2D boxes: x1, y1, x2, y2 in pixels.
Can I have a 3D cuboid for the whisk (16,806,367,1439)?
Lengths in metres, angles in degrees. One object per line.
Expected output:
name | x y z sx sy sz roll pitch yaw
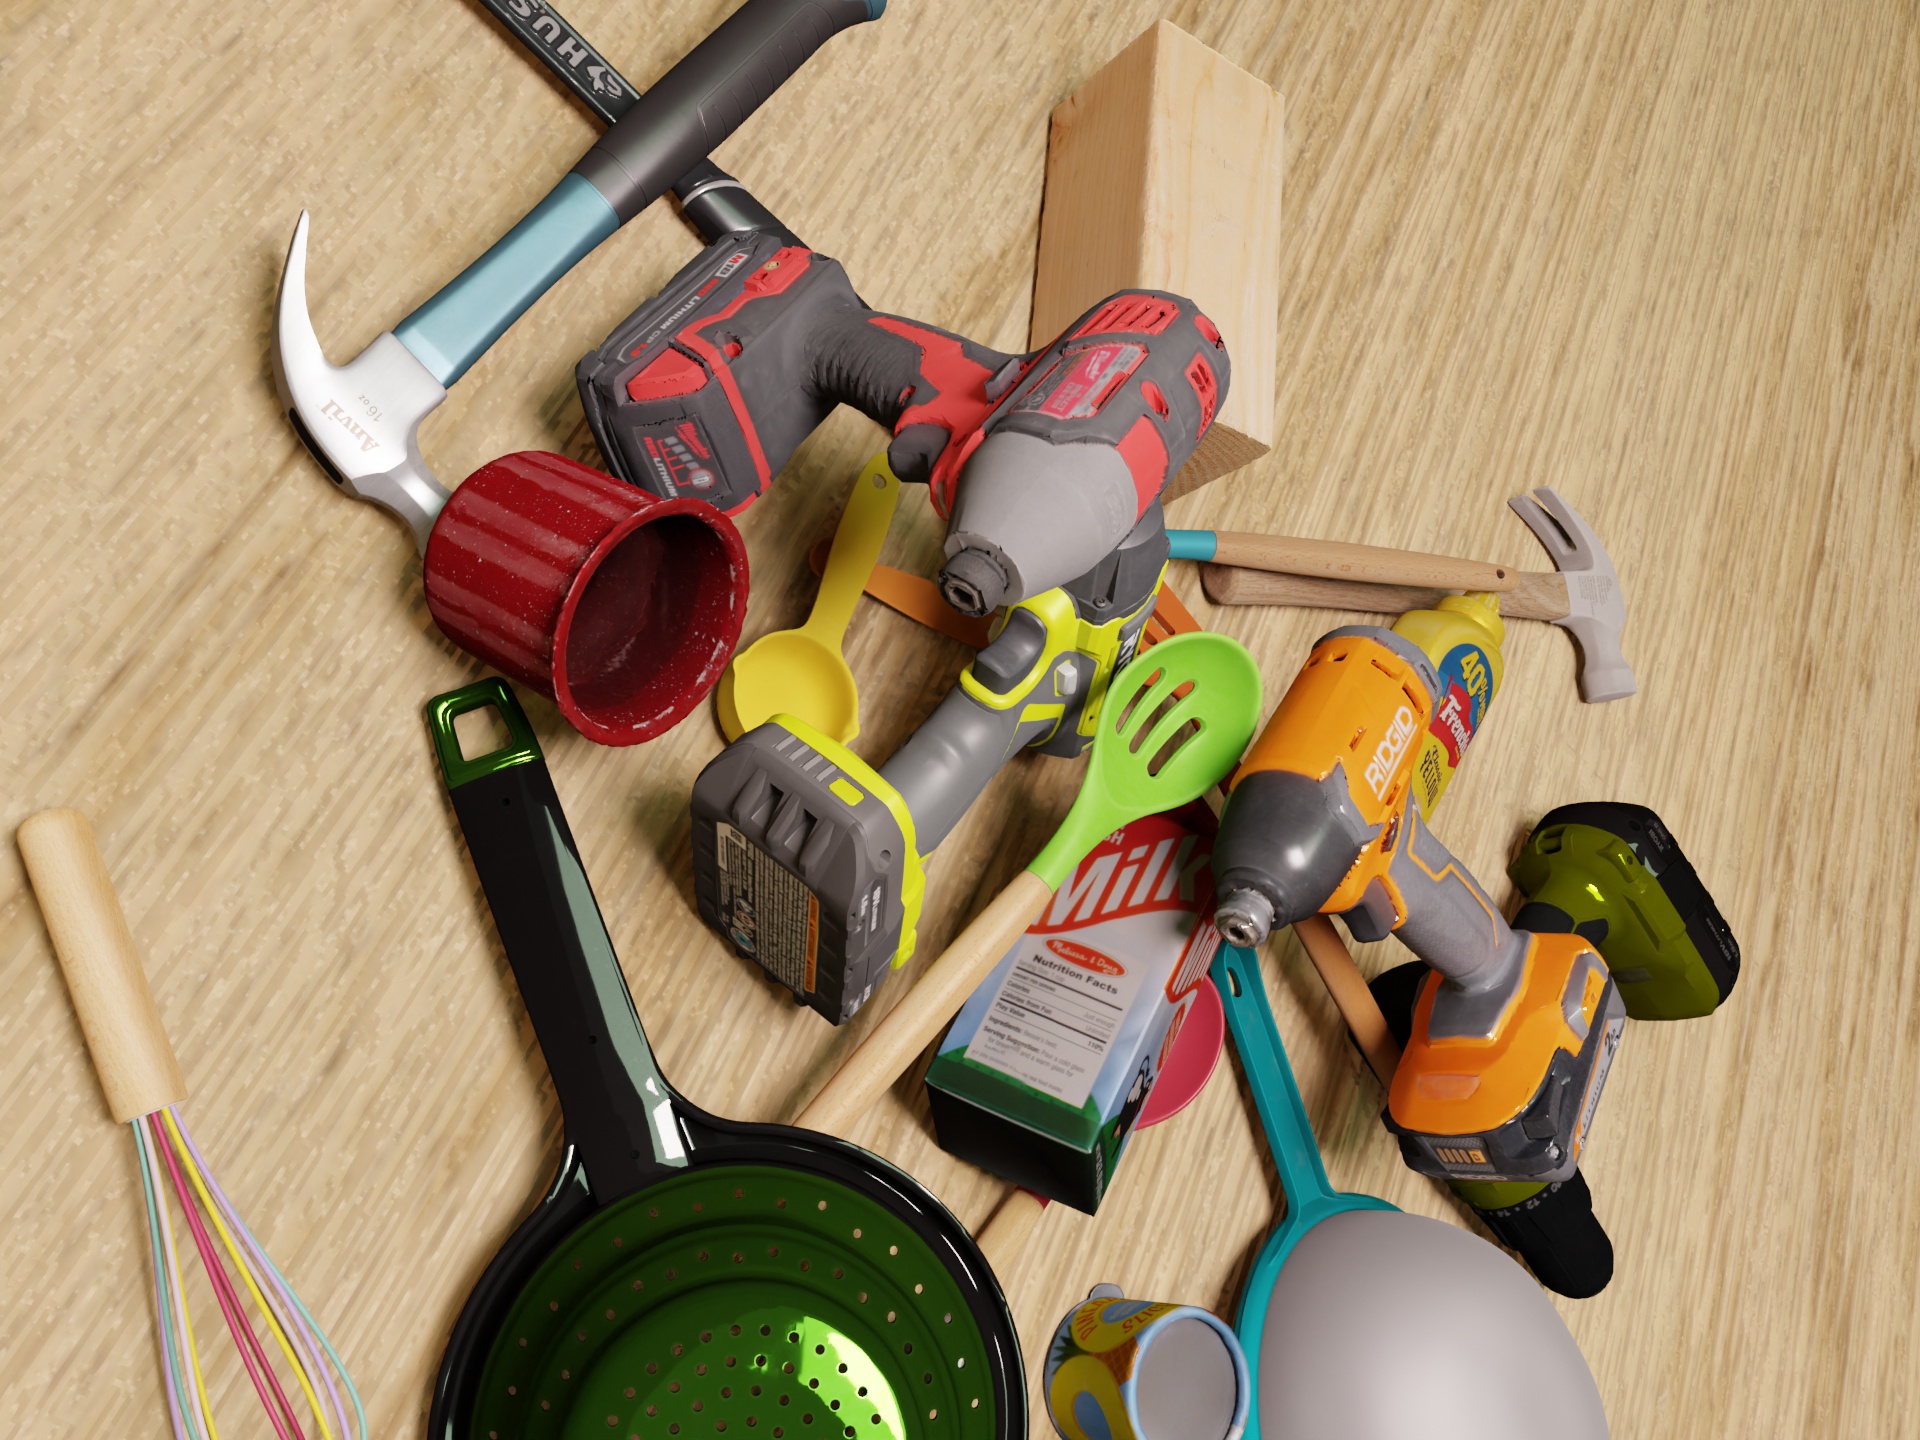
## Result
whisk | -0.241 0.141 0.496 0.051 0.047 0.245 -19 85 -35

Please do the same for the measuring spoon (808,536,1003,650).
measuring spoon | -0.020 -0.054 0.721 0.116 0.011 0.021 22 76 -31

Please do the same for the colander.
colander | -0.102 0.160 0.522 0.204 0.094 0.397 -21 80 -13

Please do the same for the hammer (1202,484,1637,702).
hammer | 0.269 -0.079 0.908 0.331 0.031 0.130 1 77 -34

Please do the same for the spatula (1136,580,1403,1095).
spatula | 0.140 0.056 0.765 0.081 0.041 0.322 -29 91 -35

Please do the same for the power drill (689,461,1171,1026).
power drill | -0.001 -0.002 0.626 0.080 0.171 0.223 35 59 17

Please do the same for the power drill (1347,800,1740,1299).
power drill | 0.322 0.169 0.848 0.228 0.080 0.190 -40 99 -32

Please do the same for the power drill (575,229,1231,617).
power drill | -0.027 -0.108 0.583 0.143 0.220 0.078 -53 143 -29

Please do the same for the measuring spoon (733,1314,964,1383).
measuring spoon | -0.045 0.231 0.603 0.124 0.018 0.034 22 62 -13

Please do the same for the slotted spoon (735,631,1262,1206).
slotted spoon | 0.013 0.081 0.625 0.314 0.031 0.070 -47 115 -19

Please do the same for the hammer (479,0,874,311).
hammer | -0.124 -0.238 0.687 0.408 0.036 0.149 42 59 -17

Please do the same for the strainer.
strainer | 0.203 0.253 0.716 0.211 0.095 0.340 -8 76 -45

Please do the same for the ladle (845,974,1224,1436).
ladle | 0.016 0.220 0.657 0.069 0.031 0.315 45 58 -6

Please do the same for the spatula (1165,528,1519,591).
spatula | 0.152 -0.085 0.787 0.317 0.044 0.082 3 77 -20

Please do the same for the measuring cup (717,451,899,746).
measuring cup | -0.059 -0.049 0.680 0.062 0.029 0.157 31 61 -24

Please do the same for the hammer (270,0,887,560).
hammer | -0.136 -0.214 0.635 0.128 0.033 0.331 46 67 -19

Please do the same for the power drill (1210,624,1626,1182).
power drill | 0.189 0.093 0.677 0.226 0.084 0.164 54 50 -19
